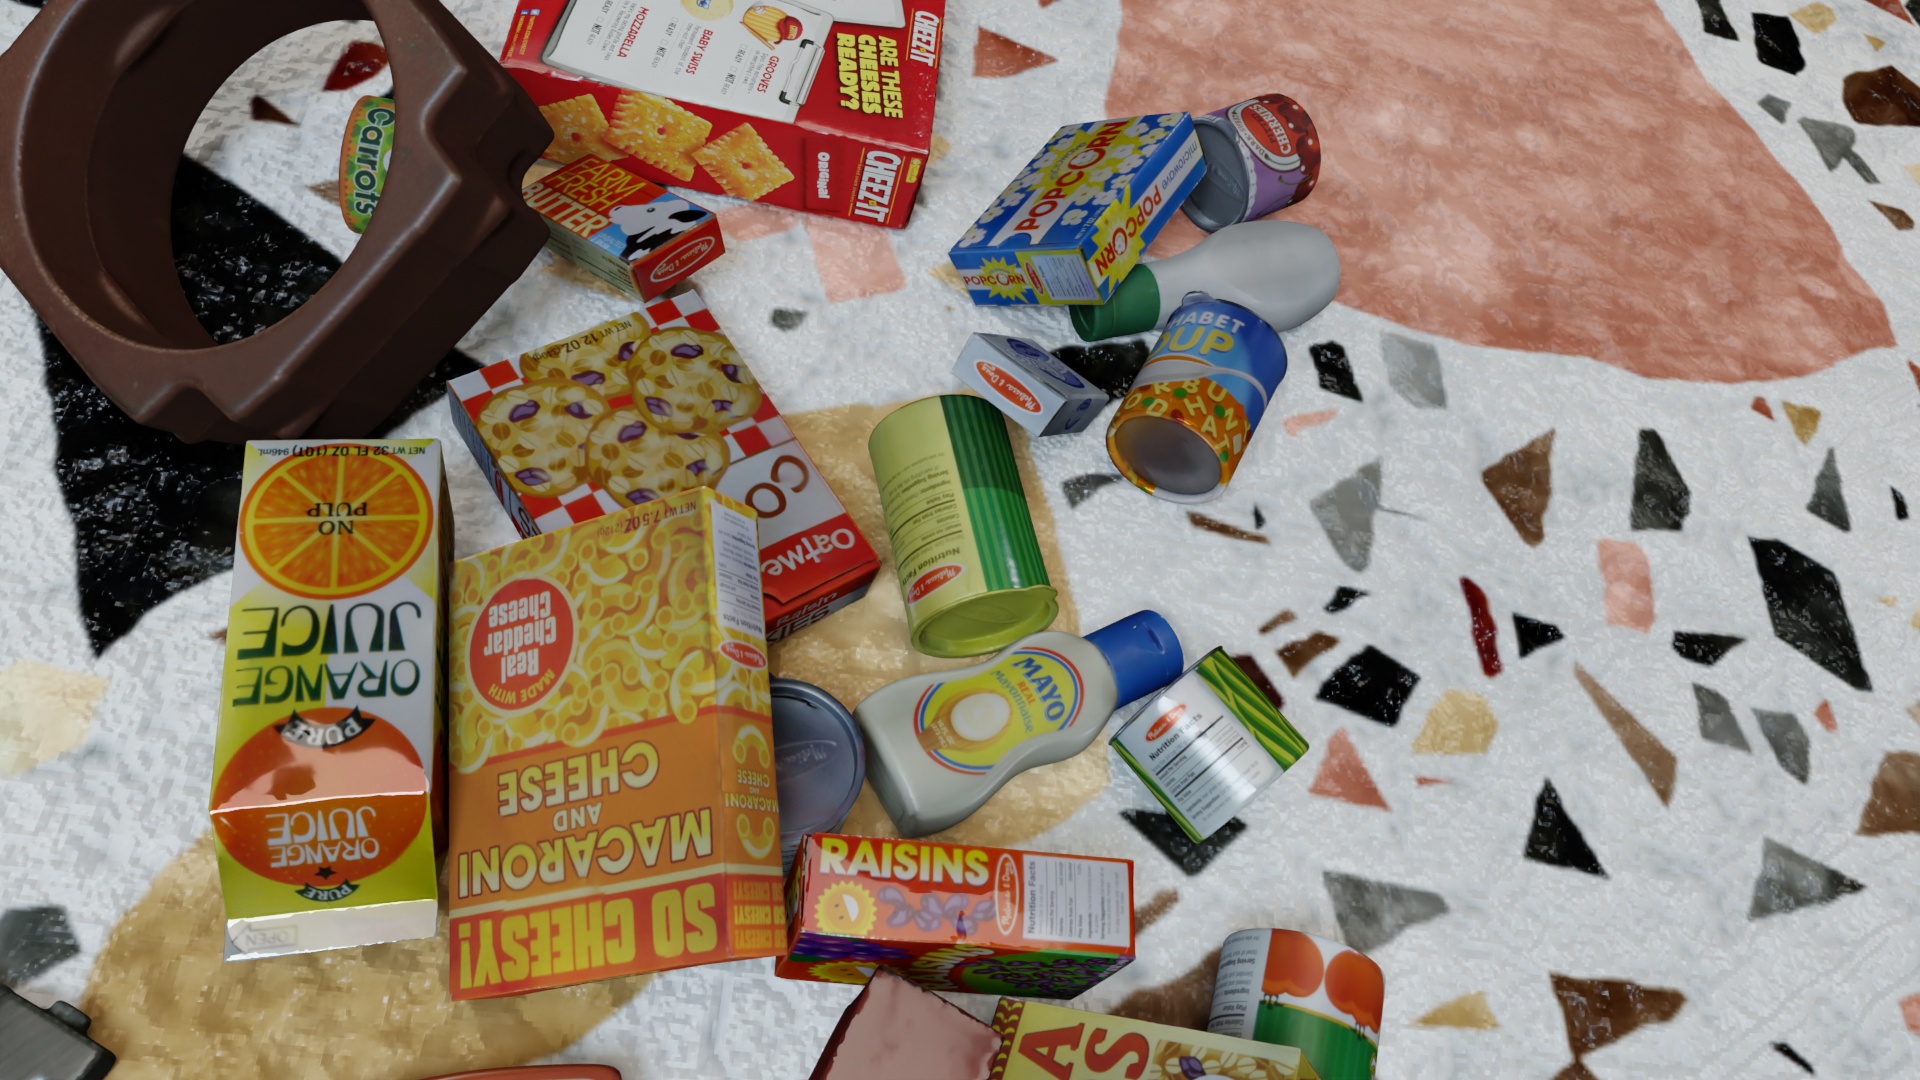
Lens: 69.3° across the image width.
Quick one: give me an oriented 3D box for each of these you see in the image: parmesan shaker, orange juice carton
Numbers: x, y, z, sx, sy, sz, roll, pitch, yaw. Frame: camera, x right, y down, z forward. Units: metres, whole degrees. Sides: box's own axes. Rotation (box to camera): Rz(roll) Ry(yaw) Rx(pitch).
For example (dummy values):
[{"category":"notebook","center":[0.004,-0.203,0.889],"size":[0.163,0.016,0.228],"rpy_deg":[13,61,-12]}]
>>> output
[{"category":"parmesan shaker","center":[0.002,-0.008,0.629],"size":[0.071,0.071,0.103],"rpy_deg":[-5,62,-17]},{"category":"orange juice carton","center":[-0.234,0.059,0.530],"size":[0.072,0.072,0.193],"rpy_deg":[-2,62,-15]}]

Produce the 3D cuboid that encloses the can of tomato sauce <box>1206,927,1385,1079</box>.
[{"category":"can of tomato sauce","center":[0.130,0.204,0.542],"size":[0.071,0.070,0.083],"rpy_deg":[20,58,-2]}]

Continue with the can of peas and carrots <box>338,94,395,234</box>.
[{"category":"can of peas and carrots","center":[-0.256,-0.173,0.659],"size":[0.059,0.070,0.071],"rpy_deg":[9,59,-8]}]

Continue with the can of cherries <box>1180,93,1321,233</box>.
[{"category":"can of cherries","center":[0.162,-0.216,0.788],"size":[0.058,0.071,0.071],"rpy_deg":[-25,70,-25]}]

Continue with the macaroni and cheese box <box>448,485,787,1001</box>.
[{"category":"macaroni and cheese box","center":[-0.130,0.076,0.515],"size":[0.123,0.040,0.167],"rpy_deg":[-15,70,22]}]

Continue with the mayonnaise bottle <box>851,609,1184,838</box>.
[{"category":"mayonnaise bottle","center":[0.029,0.072,0.606],"size":[0.148,0.041,0.065],"rpy_deg":[-22,67,-23]}]

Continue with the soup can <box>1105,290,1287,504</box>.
[{"category":"soup can","center":[0.117,-0.071,0.694],"size":[0.071,0.071,0.084],"rpy_deg":[30,59,4]}]

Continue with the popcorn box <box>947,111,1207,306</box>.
[{"category":"popcorn box","center":[0.064,-0.175,0.733],"size":[0.085,0.038,0.127],"rpy_deg":[8,48,39]}]

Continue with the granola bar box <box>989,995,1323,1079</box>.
[{"category":"granola bar box","center":[0.048,0.250,0.471],"size":[0.124,0.039,0.166],"rpy_deg":[-3,50,34]}]

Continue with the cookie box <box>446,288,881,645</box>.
[{"category":"cookie box","center":[-0.133,-0.022,0.621],"size":[0.123,0.040,0.168],"rpy_deg":[-27,70,-26]}]

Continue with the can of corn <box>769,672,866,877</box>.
[{"category":"can of corn","center":[-0.076,0.095,0.558],"size":[0.071,0.058,0.071],"rpy_deg":[6,60,-10]}]

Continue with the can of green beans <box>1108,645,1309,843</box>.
[{"category":"can of green beans","center":[0.108,0.089,0.603],"size":[0.071,0.071,0.058],"rpy_deg":[-33,74,-28]}]

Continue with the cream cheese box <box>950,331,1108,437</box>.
[{"category":"cream cheese box","center":[0.035,-0.075,0.666],"size":[0.053,0.024,0.104],"rpy_deg":[38,15,10]}]

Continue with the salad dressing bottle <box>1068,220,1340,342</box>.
[{"category":"salad dressing bottle","center":[0.132,-0.137,0.752],"size":[0.148,0.043,0.064],"rpy_deg":[-12,67,-18]}]

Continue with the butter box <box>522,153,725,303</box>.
[{"category":"butter box","center":[-0.168,-0.154,0.676],"size":[0.104,0.024,0.053],"rpy_deg":[31,56,32]}]

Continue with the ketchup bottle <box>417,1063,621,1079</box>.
[{"category":"ketchup bottle","center":[-0.191,0.214,0.469],"size":[0.149,0.043,0.065],"rpy_deg":[2,61,-13]}]

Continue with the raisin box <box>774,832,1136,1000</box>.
[{"category":"raisin box","center":[-0.005,0.145,0.531],"size":[0.123,0.085,0.040],"rpy_deg":[7,61,-10]}]
